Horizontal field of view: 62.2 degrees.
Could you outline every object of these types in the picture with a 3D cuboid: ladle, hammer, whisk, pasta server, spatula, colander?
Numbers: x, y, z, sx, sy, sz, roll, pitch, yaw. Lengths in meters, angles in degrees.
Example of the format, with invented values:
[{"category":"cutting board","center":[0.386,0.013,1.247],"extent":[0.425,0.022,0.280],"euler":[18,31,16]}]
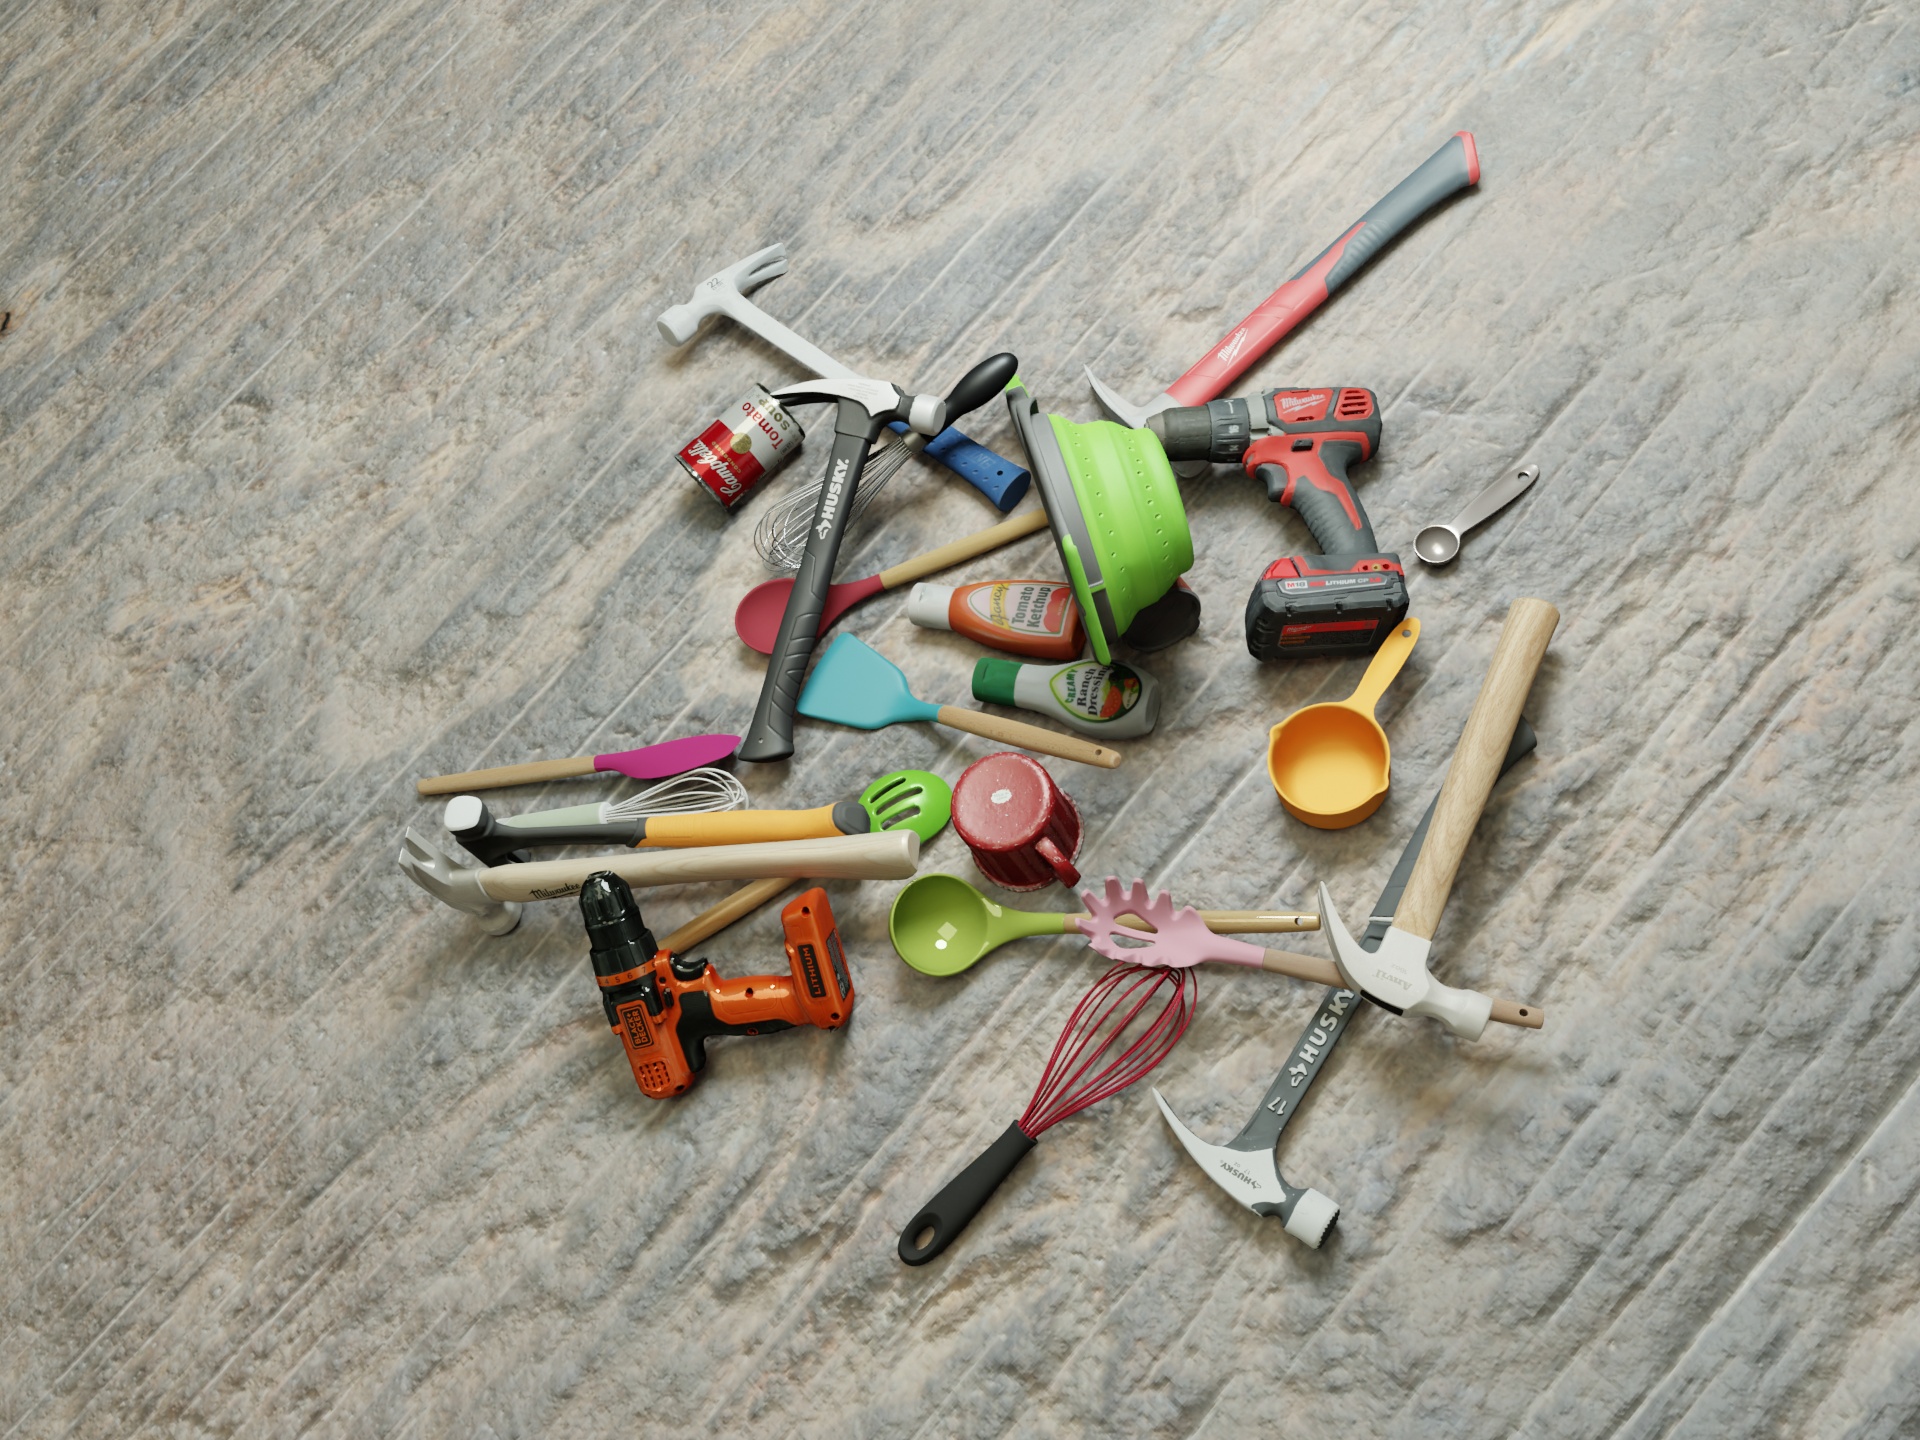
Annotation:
[{"category":"ladle","center":[0.099,0.148,1.163],"extent":[0.320,0.062,0.078],"euler":[-3,82,21]},{"category":"hammer","center":[0.290,0.156,1.126],"extent":[0.149,0.036,0.409],"euler":[28,77,27]},{"category":"whisk","center":[0.060,0.279,1.135],"extent":[0.296,0.073,0.073],"euler":[-47,62,1]},{"category":"whisk","center":[-0.291,0.080,1.343],"extent":[0.246,0.059,0.058],"euler":[-9,21,18]},{"category":"hammer","center":[-0.126,-0.124,1.326],"extent":[0.146,0.035,0.335],"euler":[16,89,17]},{"category":"hammer","center":[0.285,-0.376,1.364],"extent":[0.386,0.038,0.143],"euler":[-42,60,-3]},{"category":"whisk","center":[-0.064,-0.221,1.362],"extent":[0.284,0.070,0.070],"euler":[-36,60,15]},{"category":"pasta server","center":[0.235,0.167,1.089],"extent":[0.316,0.040,0.060],"euler":[11,67,15]},{"category":"hammer","center":[-0.095,-0.311,1.449],"extent":[0.406,0.035,0.144],"euler":[37,69,25]},{"category":"spatula","center":[-0.002,-0.004,1.257],"extent":[0.318,0.044,0.082],"euler":[15,67,44]},{"category":"hammer","center":[-0.235,0.093,1.281],"extent":[0.337,0.127,0.034],"euler":[-3,62,12]},{"category":"hammer","center":[0.348,0.051,1.106],"extent":[0.130,0.031,0.331],"euler":[21,67,17]},{"category":"hammer","center":[-0.233,0.112,1.243],"extent":[0.410,0.146,0.038],"euler":[-6,59,17]},{"category":"ladle","center":[-0.044,-0.130,1.365],"extent":[0.315,0.031,0.069],"euler":[-21,78,6]},{"category":"colander","center":[0.105,-0.195,1.242],"extent":[0.094,0.204,0.398],"euler":[-18,34,4]}]

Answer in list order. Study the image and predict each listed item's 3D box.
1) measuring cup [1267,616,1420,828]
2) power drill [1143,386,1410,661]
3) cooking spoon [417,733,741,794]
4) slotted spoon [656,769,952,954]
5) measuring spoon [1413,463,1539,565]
[{"category":"measuring cup","center":[0.297,0.003,1.183],"extent":[0.095,0.052,0.174],"euler":[28,76,26]},{"category":"power drill","center":[0.246,-0.163,1.241],"extent":[0.188,0.080,0.227],"euler":[-3,62,-1]},{"category":"cooking spoon","center":[-0.336,0.040,1.375],"extent":[0.319,0.017,0.069],"euler":[-8,23,19]},{"category":"slotted spoon","center":[-0.147,0.130,1.283],"extent":[0.314,0.031,0.070],"euler":[-31,58,4]},{"category":"measuring spoon","center":[0.405,-0.160,1.245],"extent":[0.124,0.018,0.034],"euler":[-37,61,-9]}]
